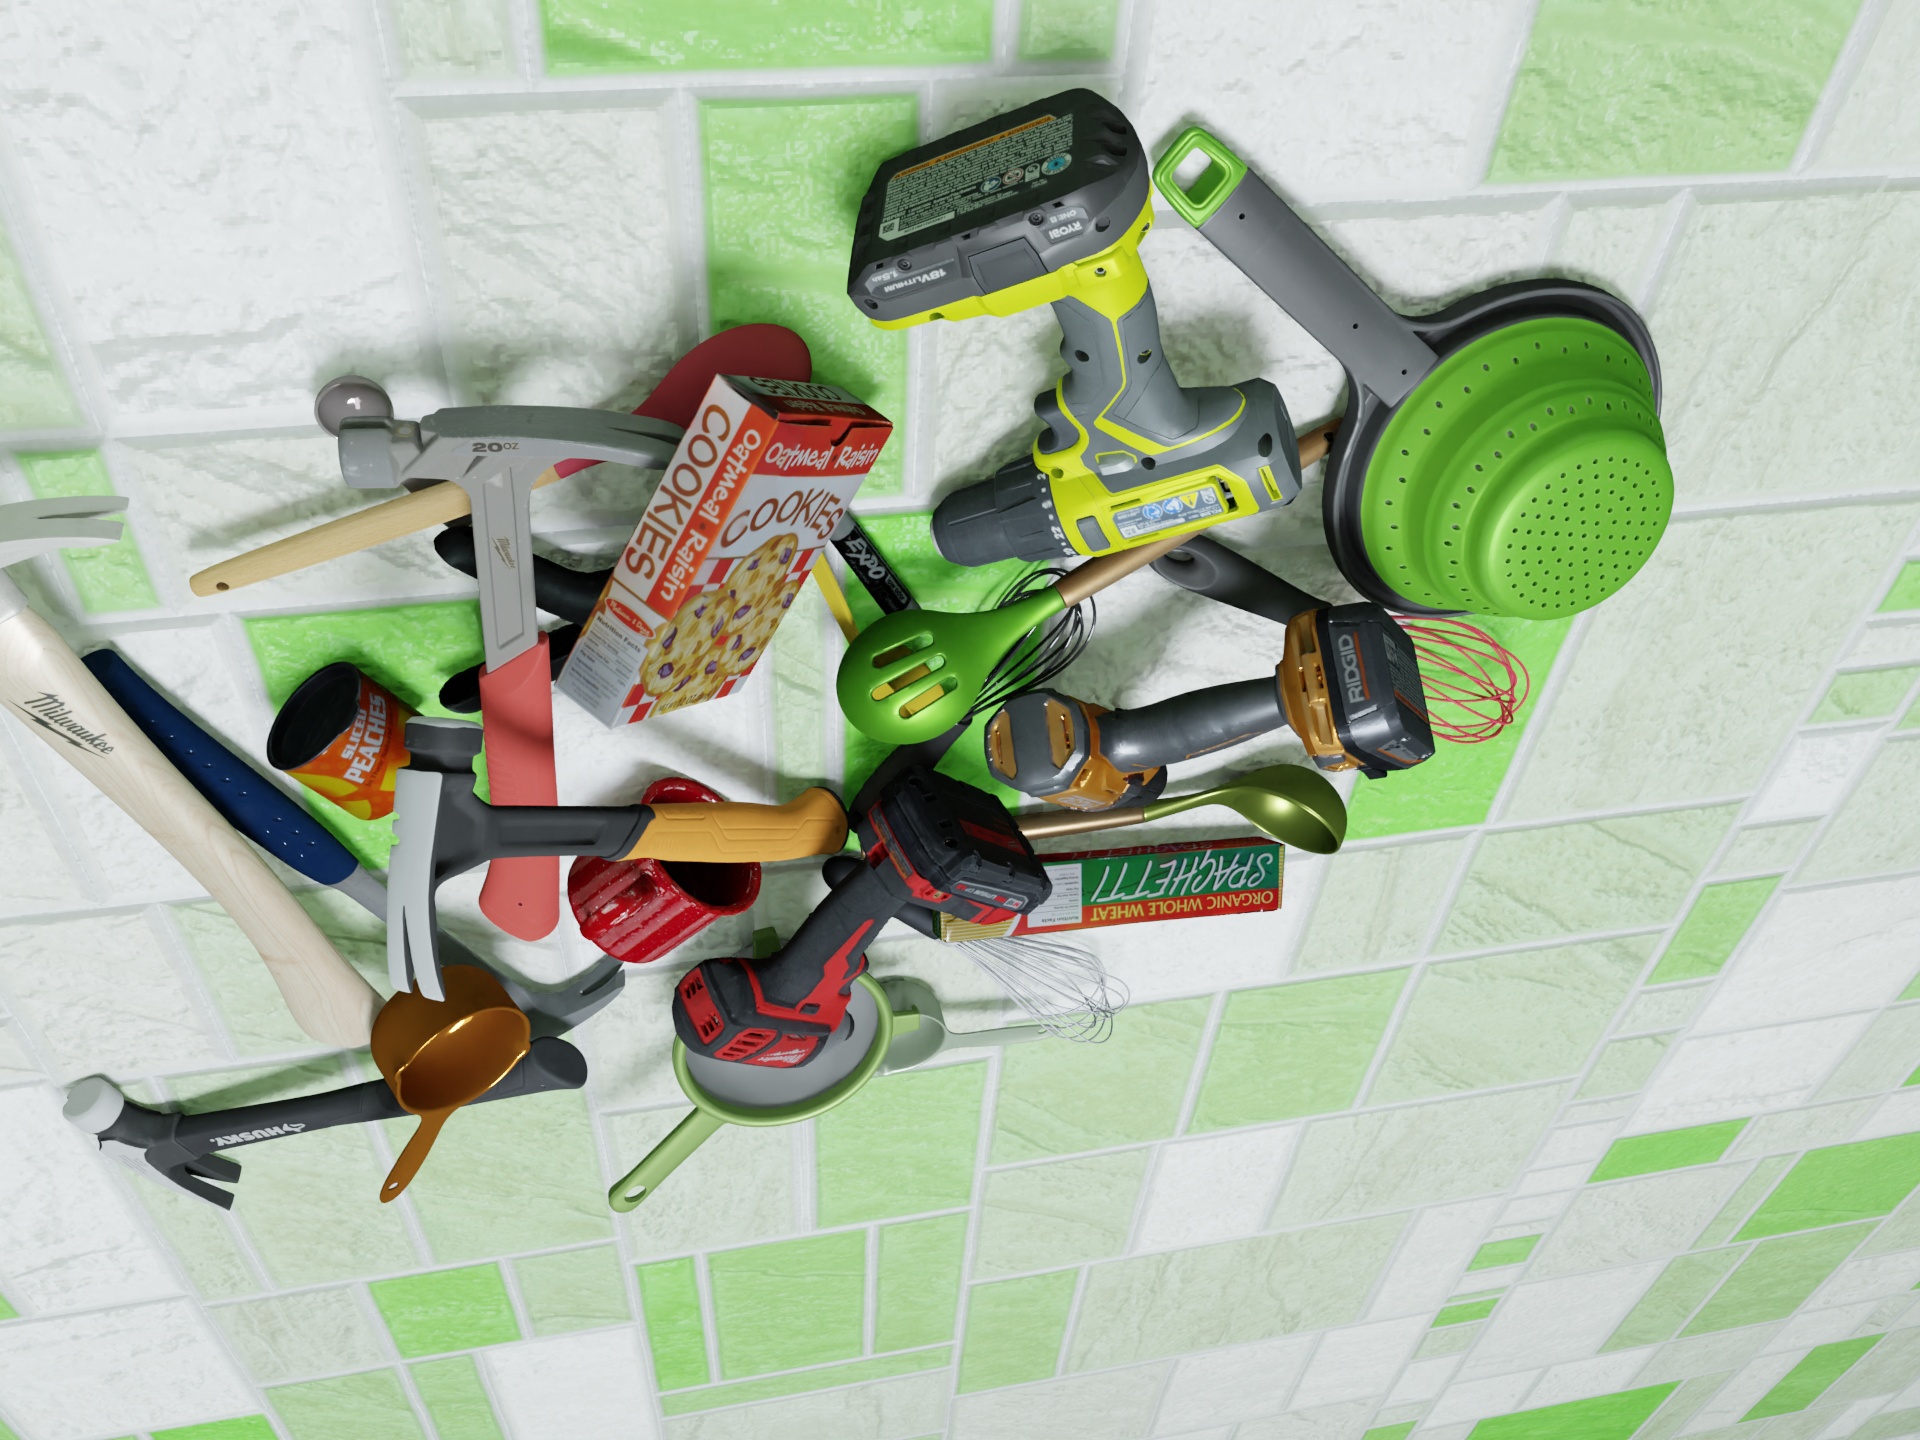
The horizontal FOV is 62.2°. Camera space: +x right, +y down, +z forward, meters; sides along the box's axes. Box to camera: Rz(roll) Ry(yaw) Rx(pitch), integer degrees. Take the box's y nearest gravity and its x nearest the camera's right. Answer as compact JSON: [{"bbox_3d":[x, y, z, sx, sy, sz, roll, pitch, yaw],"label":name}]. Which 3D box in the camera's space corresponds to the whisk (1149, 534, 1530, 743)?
[{"bbox_3d":[0.229,-0.052,0.949,0.295,0.073,0.073,21,126,-25],"label":"whisk"}]

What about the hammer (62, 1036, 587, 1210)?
[{"bbox_3d":[-0.410,0.262,1.067,0.335,0.035,0.146,-12,137,9],"label":"hammer"}]

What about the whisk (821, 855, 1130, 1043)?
[{"bbox_3d":[0.015,0.156,1.104,0.284,0.070,0.070,32,119,-33],"label":"whisk"}]

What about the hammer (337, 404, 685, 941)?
[{"bbox_3d":[-0.220,-0.007,0.824,0.149,0.037,0.358,-1,136,-12],"label":"hammer"}]

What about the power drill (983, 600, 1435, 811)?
[{"bbox_3d":[0.149,0.007,0.914,0.226,0.084,0.185,-14,165,24],"label":"power drill"}]

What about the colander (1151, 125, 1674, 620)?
[{"bbox_3d":[0.246,-0.155,0.800,0.396,0.095,0.204,30,111,-34],"label":"colander"}]

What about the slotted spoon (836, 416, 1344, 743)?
[{"bbox_3d":[0.074,-0.082,0.852,0.314,0.031,0.070,-30,92,-3],"label":"slotted spoon"}]

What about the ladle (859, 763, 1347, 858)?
[{"bbox_3d":[0.095,0.075,1.041,0.320,0.062,0.078,-7,161,-5],"label":"ladle"}]

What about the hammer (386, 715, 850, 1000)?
[{"bbox_3d":[-0.164,0.068,0.854,0.034,0.127,0.336,5,180,30],"label":"hammer"}]

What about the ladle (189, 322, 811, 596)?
[{"bbox_3d":[-0.218,-0.116,0.759,0.315,0.031,0.069,-19,143,1],"label":"ladle"}]

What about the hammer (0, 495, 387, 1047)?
[{"bbox_3d":[-0.398,0.053,0.836,0.146,0.038,0.410,-17,138,0],"label":"hammer"}]

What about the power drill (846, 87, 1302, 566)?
[{"bbox_3d":[0.040,-0.162,0.753,0.190,0.080,0.228,-13,141,22],"label":"power drill"}]

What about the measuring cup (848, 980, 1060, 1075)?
[{"bbox_3d":[-0.007,0.222,1.177,0.167,0.038,0.083,0,135,-19],"label":"measuring cup"}]

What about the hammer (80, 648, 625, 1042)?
[{"bbox_3d":[-0.355,0.092,0.941,0.144,0.035,0.405,-25,136,10],"label":"hammer"}]

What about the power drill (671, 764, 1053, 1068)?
[{"bbox_3d":[-0.059,0.134,0.974,0.219,0.079,0.143,-42,146,16],"label":"power drill"}]

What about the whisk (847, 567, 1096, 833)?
[{"bbox_3d":[0.000,-0.003,0.940,0.055,0.055,0.239,18,132,-31],"label":"whisk"}]

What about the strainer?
[{"bbox_3d":[-0.162,0.239,1.104,0.151,0.069,0.256,35,107,-33],"label":"strainer"}]

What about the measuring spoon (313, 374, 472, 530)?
[{"bbox_3d":[-0.262,-0.124,0.764,0.034,0.018,0.124,-27,143,8],"label":"measuring spoon"}]

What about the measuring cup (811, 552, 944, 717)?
[{"bbox_3d":[-0.050,-0.056,0.876,0.029,0.062,0.156,-38,127,-18],"label":"measuring cup"}]

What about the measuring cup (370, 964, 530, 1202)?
[{"bbox_3d":[-0.336,0.225,0.989,0.095,0.052,0.173,0,128,-53],"label":"measuring cup"}]
